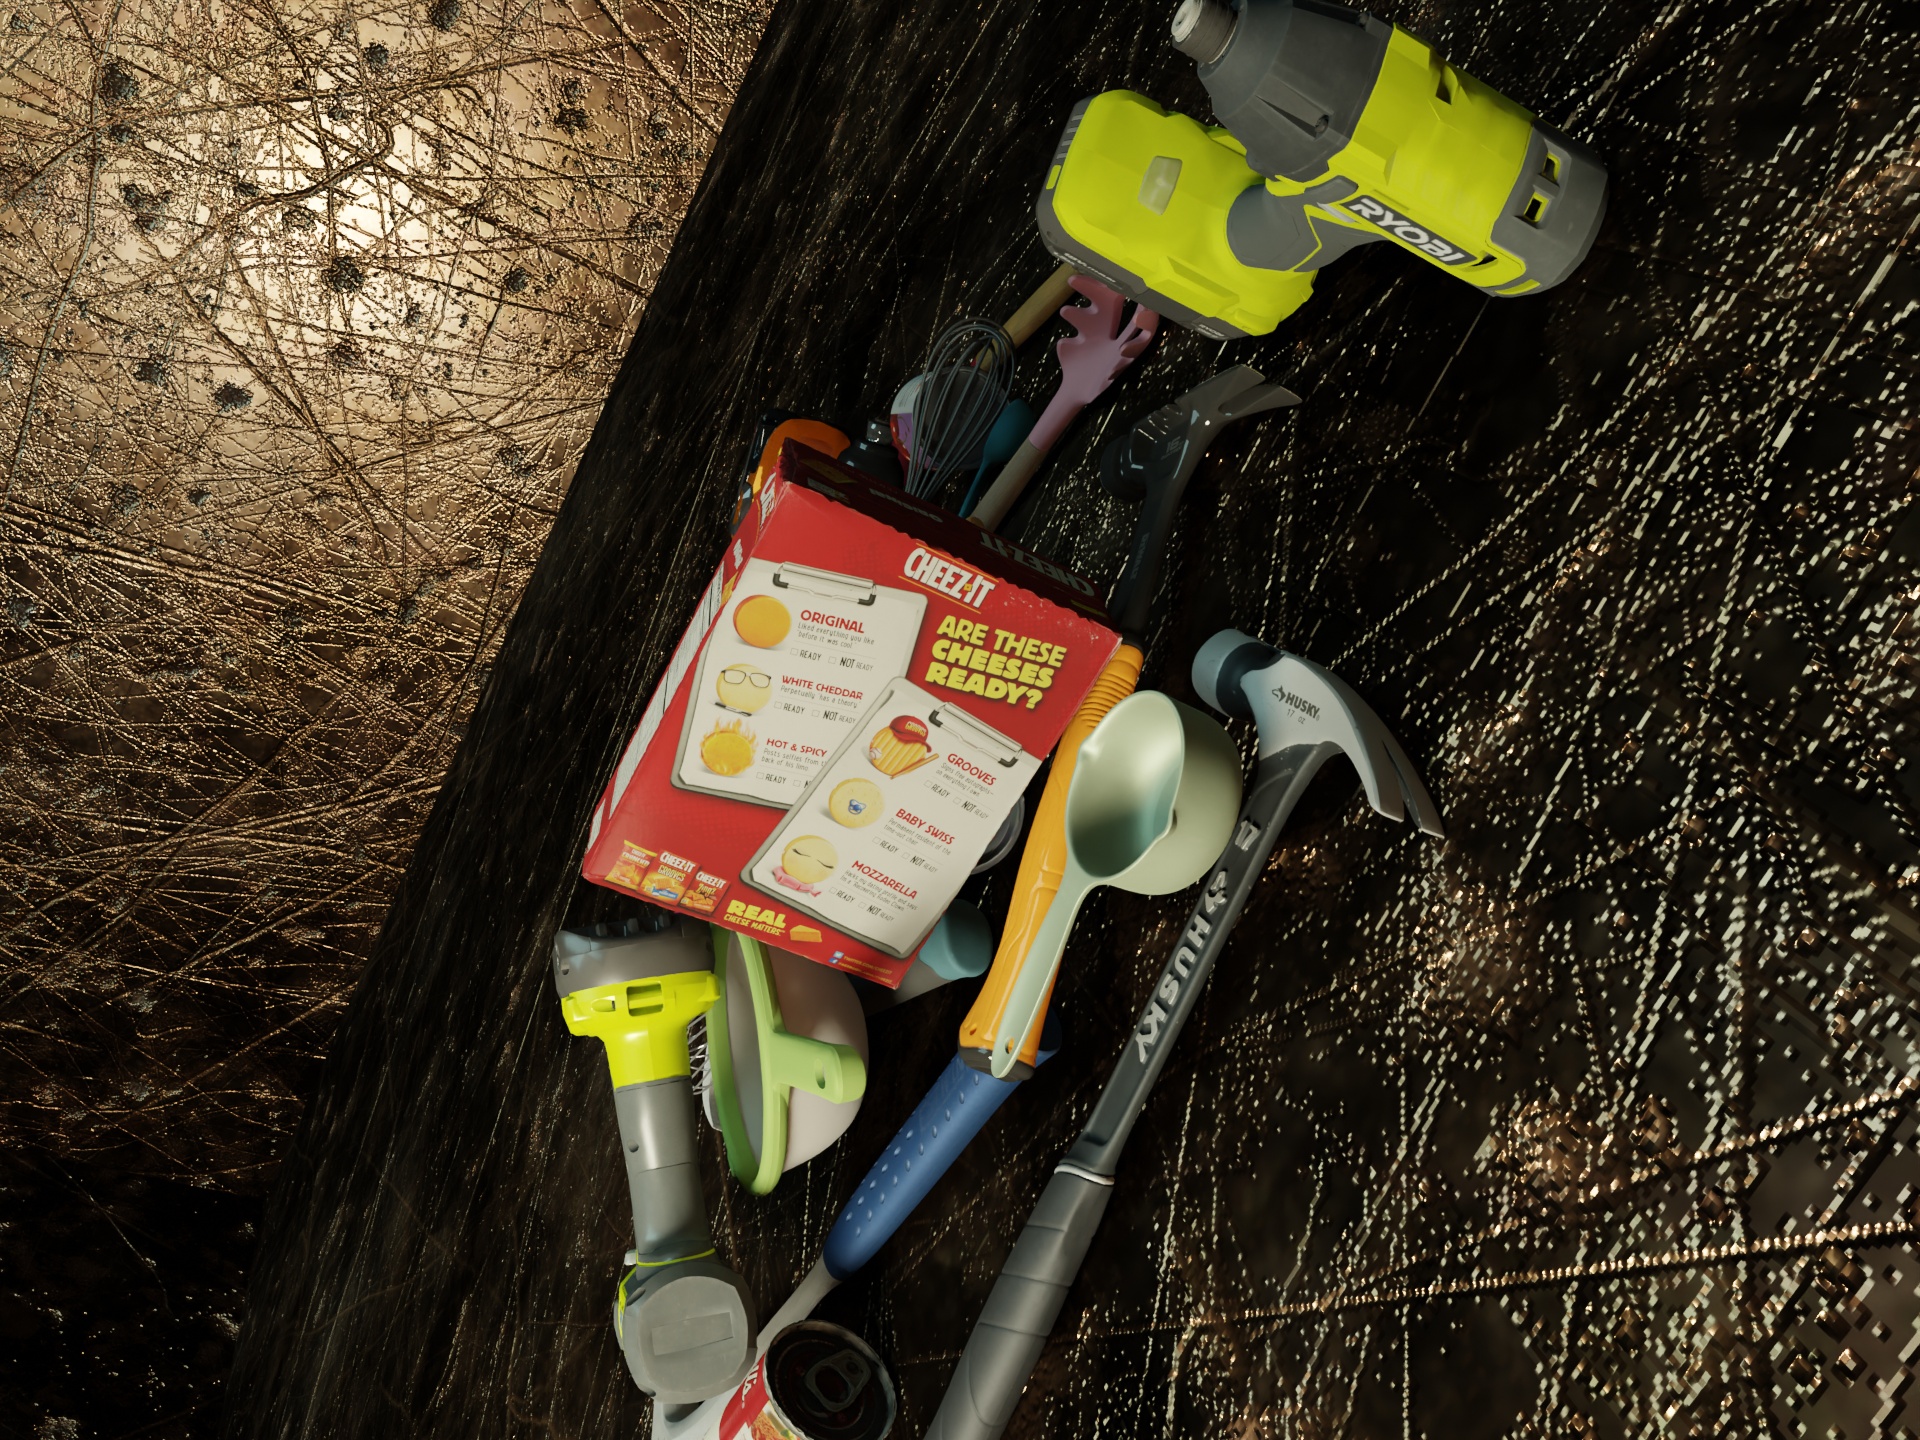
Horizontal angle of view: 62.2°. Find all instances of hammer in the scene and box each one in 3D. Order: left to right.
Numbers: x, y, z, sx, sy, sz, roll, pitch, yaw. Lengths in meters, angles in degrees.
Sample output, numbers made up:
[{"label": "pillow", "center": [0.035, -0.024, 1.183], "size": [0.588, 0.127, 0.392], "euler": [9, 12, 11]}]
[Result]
[{"label": "hammer", "center": [-0.070, 0.278, 0.817], "size": [0.405, 0.035, 0.144], "euler": [-56, 27, 28]}, {"label": "hammer", "center": [-0.076, 0.164, 0.930], "size": [0.331, 0.033, 0.128], "euler": [-35, 40, 53]}, {"label": "hammer", "center": [0.067, -0.003, 0.719], "size": [0.127, 0.034, 0.337], "euler": [-21, 47, 61]}, {"label": "hammer", "center": [0.060, 0.167, 0.630], "size": [0.409, 0.036, 0.149], "euler": [-66, 24, 8]}]

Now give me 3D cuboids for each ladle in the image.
[{"label": "ladle", "center": [0.031, -0.250, 1.054], "size": [0.315, 0.031, 0.069], "euler": [-36, 43, 49]}]

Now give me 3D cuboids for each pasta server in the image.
[{"label": "pasta server", "center": [0.028, -0.148, 0.958], "size": [0.316, 0.040, 0.060], "euler": [-52, 56, 37]}]

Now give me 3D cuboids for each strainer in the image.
[{"label": "strainer", "center": [-0.068, 0.158, 0.776], "size": [0.256, 0.069, 0.151], "euler": [162, 104, -68]}]

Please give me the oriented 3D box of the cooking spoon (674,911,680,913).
[{"label": "cooking spoon", "center": [-0.106, 0.097, 0.916], "size": [0.017, 0.069, 0.318], "euler": [-41, -2, -40]}]

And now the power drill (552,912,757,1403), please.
[{"label": "power drill", "center": [-0.157, 0.223, 0.822], "size": [0.190, 0.080, 0.229], "euler": [133, 128, -70]}]

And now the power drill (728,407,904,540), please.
[{"label": "power drill", "center": [-0.102, -0.163, 1.184], "size": [0.227, 0.084, 0.164], "euler": [51, 125, 60]}]

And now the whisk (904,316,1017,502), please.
[{"label": "whisk", "center": [-0.030, -0.135, 0.978], "size": [0.239, 0.055, 0.055], "euler": [-65, 23, 4]}]

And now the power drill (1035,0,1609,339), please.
[{"label": "power drill", "center": [0.125, -0.223, 0.648], "size": [0.080, 0.171, 0.223], "euler": [-69, 20, 0]}]

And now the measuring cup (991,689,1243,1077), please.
[{"label": "measuring cup", "center": [0.059, 0.070, 0.621], "size": [0.167, 0.038, 0.083], "euler": [-67, 25, 12]}]

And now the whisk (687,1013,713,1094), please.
[{"label": "whisk", "center": [-0.115, 0.147, 0.921], "size": [0.284, 0.070, 0.070], "euler": [-41, 36, 39]}]

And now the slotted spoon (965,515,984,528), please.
[{"label": "slotted spoon", "center": [-0.070, -0.036, 1.061], "size": [0.313, 0.031, 0.070], "euler": [-46, 61, 43]}]

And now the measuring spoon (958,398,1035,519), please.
[{"label": "measuring spoon", "center": [0.018, -0.142, 1.003], "size": [0.042, 0.021, 0.128], "euler": [-41, -20, -57]}]
